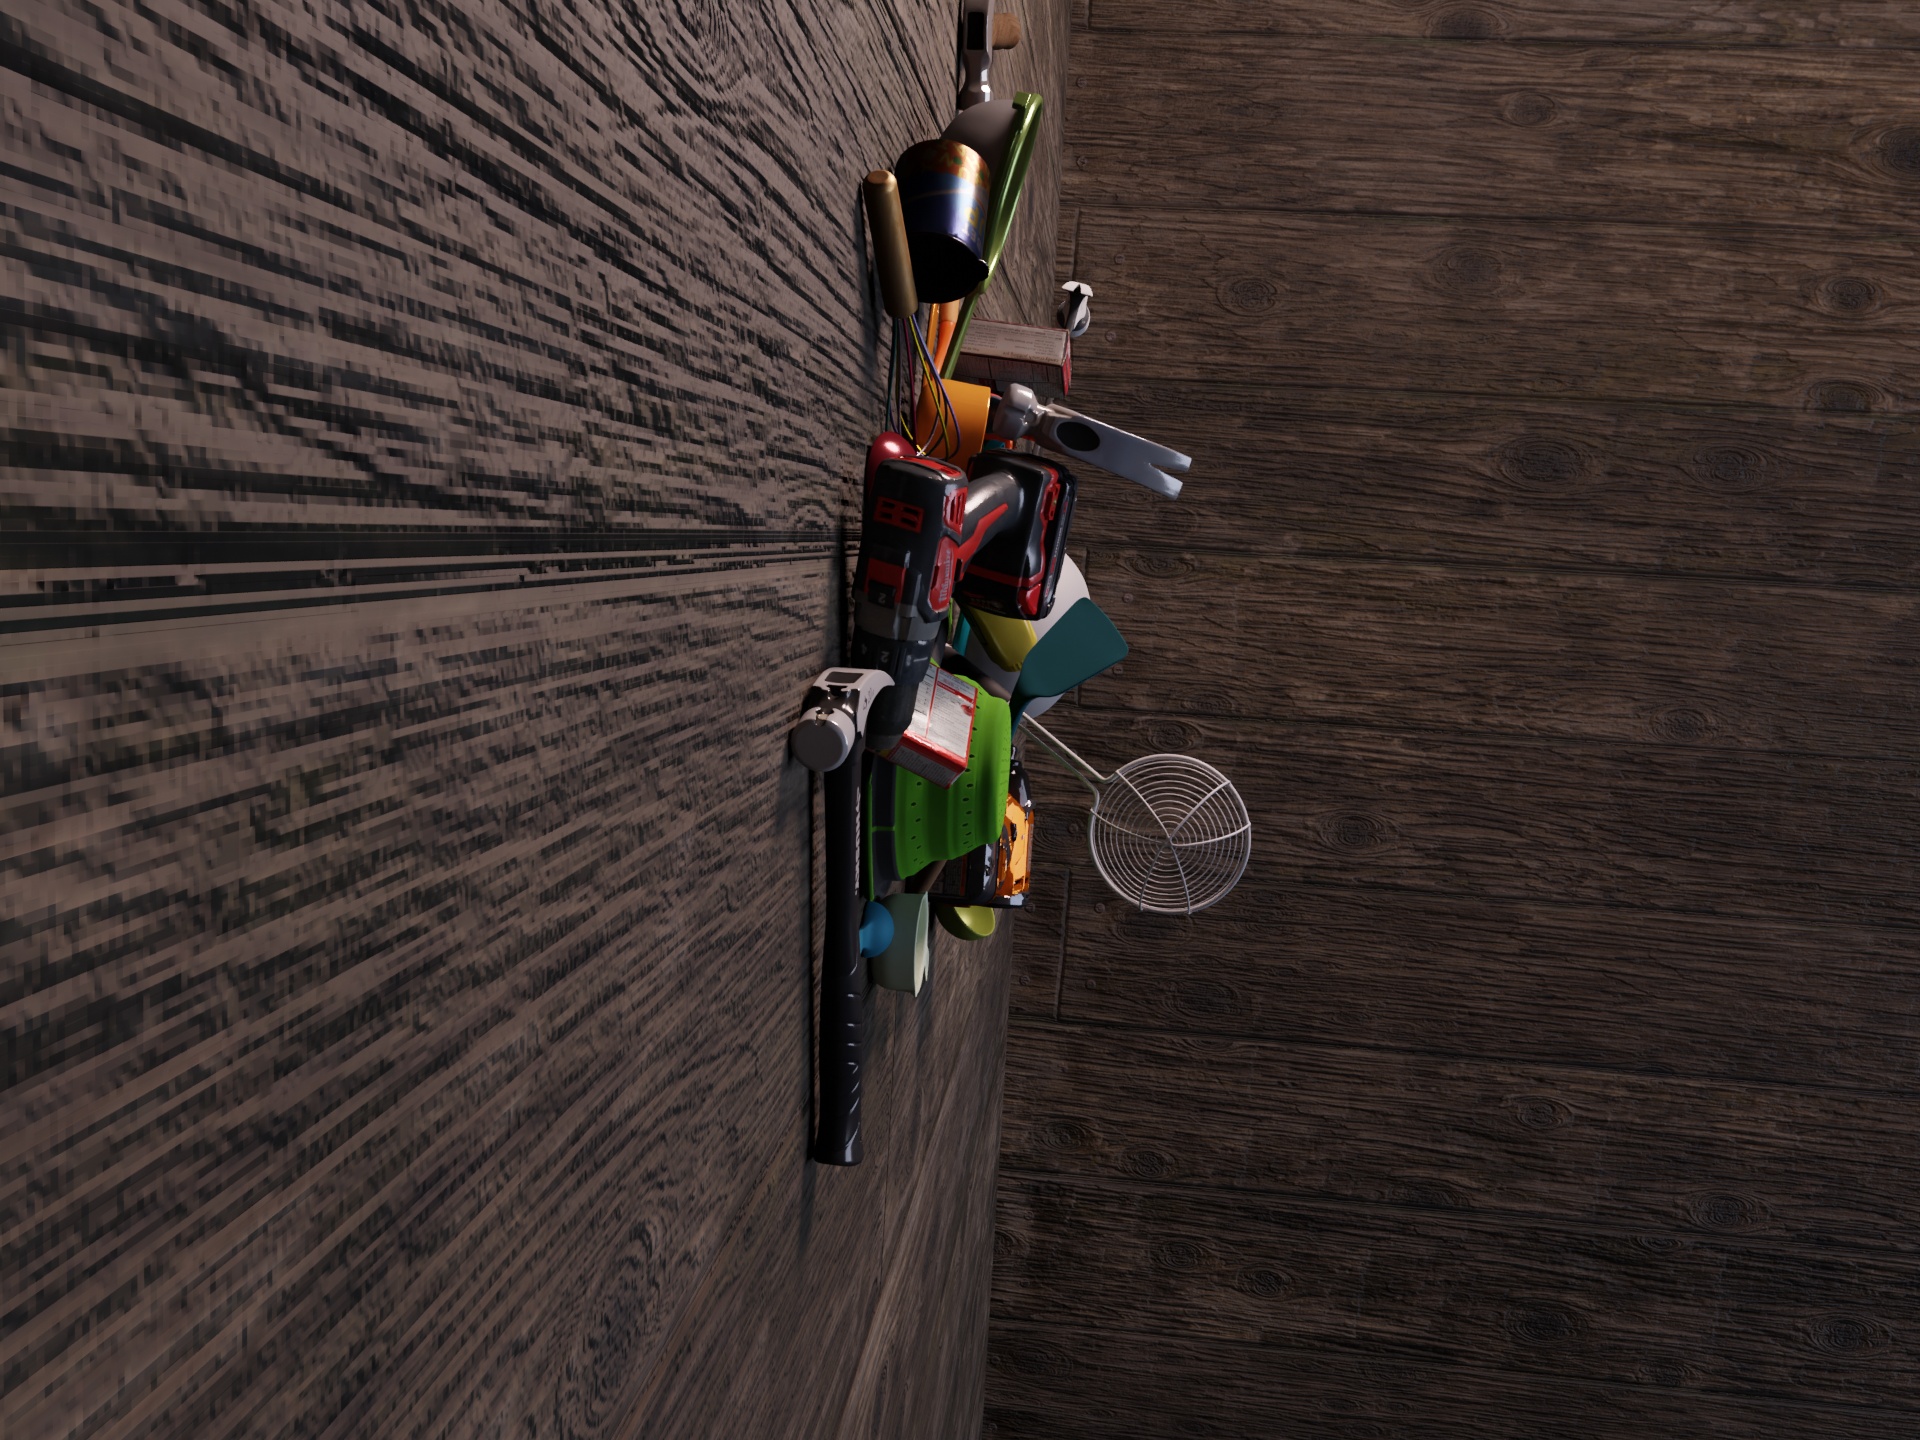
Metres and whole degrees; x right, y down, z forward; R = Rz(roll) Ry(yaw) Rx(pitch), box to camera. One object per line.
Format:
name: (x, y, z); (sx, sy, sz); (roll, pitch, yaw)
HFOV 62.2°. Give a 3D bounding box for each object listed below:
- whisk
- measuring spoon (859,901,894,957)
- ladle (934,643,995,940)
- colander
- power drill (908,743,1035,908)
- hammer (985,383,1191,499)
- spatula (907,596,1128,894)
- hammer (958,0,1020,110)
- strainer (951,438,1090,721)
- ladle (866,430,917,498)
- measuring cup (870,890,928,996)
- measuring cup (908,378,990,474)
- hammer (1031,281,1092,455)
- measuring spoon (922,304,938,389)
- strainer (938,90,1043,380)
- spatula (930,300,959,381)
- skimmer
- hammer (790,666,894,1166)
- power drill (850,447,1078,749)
whisk: (-0.039, -0.255, 1.042); (0.244, 0.051, 0.047); (79, -5, -55)
measuring spoon: (-0.063, 0.159, 1.131); (0.128, 0.021, 0.042); (-53, 147, -82)
ladle: (0.002, 0.076, 1.609); (0.078, 0.062, 0.320); (-55, 146, -64)
colander: (-0.002, -0.004, 1.280); (0.397, 0.094, 0.204); (-76, 169, -60)
power drill: (0.020, 0.098, 1.505); (0.226, 0.084, 0.164); (19, 75, -74)
hammer: (0.070, -0.235, 1.292); (0.386, 0.143, 0.038); (-121, -129, -75)
spatula: (0.032, 0.041, 1.332); (0.317, 0.044, 0.082); (-61, -140, 25)
hammer: (0.031, -0.653, 1.502); (0.331, 0.031, 0.130); (-75, 168, -65)
strainer: (0.069, -0.122, 1.494); (0.340, 0.095, 0.211); (85, 28, -51)
ladle: (-0.032, -0.133, 1.185); (0.315, 0.031, 0.069); (69, 31, -77)
measuring cup: (-0.046, 0.186, 1.272); (0.167, 0.038, 0.083); (85, 11, -71)
measuring cup: (-0.021, -0.192, 1.228); (0.173, 0.052, 0.095); (115, -15, -59)
hammer: (0.072, -0.251, 1.621); (0.149, 0.036, 0.409); (83, 22, -86)
measuring spoon: (-0.022, -0.299, 1.295); (0.021, 0.011, 0.117); (79, 16, -70)
strainer: (-0.008, -0.355, 1.210); (0.151, 0.069, 0.256); (-72, -179, -74)
spatula: (0.000, -0.354, 1.337); (0.081, 0.041, 0.323); (98, -4, -77)
skimmer: (0.094, 0.030, 1.350); (0.090, 0.364, 0.127); (25, 101, -43)
hammer: (-0.071, 0.127, 0.966); (0.146, 0.035, 0.334); (-71, 164, -68)
power drill: (-0.006, -0.090, 1.067); (0.227, 0.080, 0.187); (-31, 135, -62)
